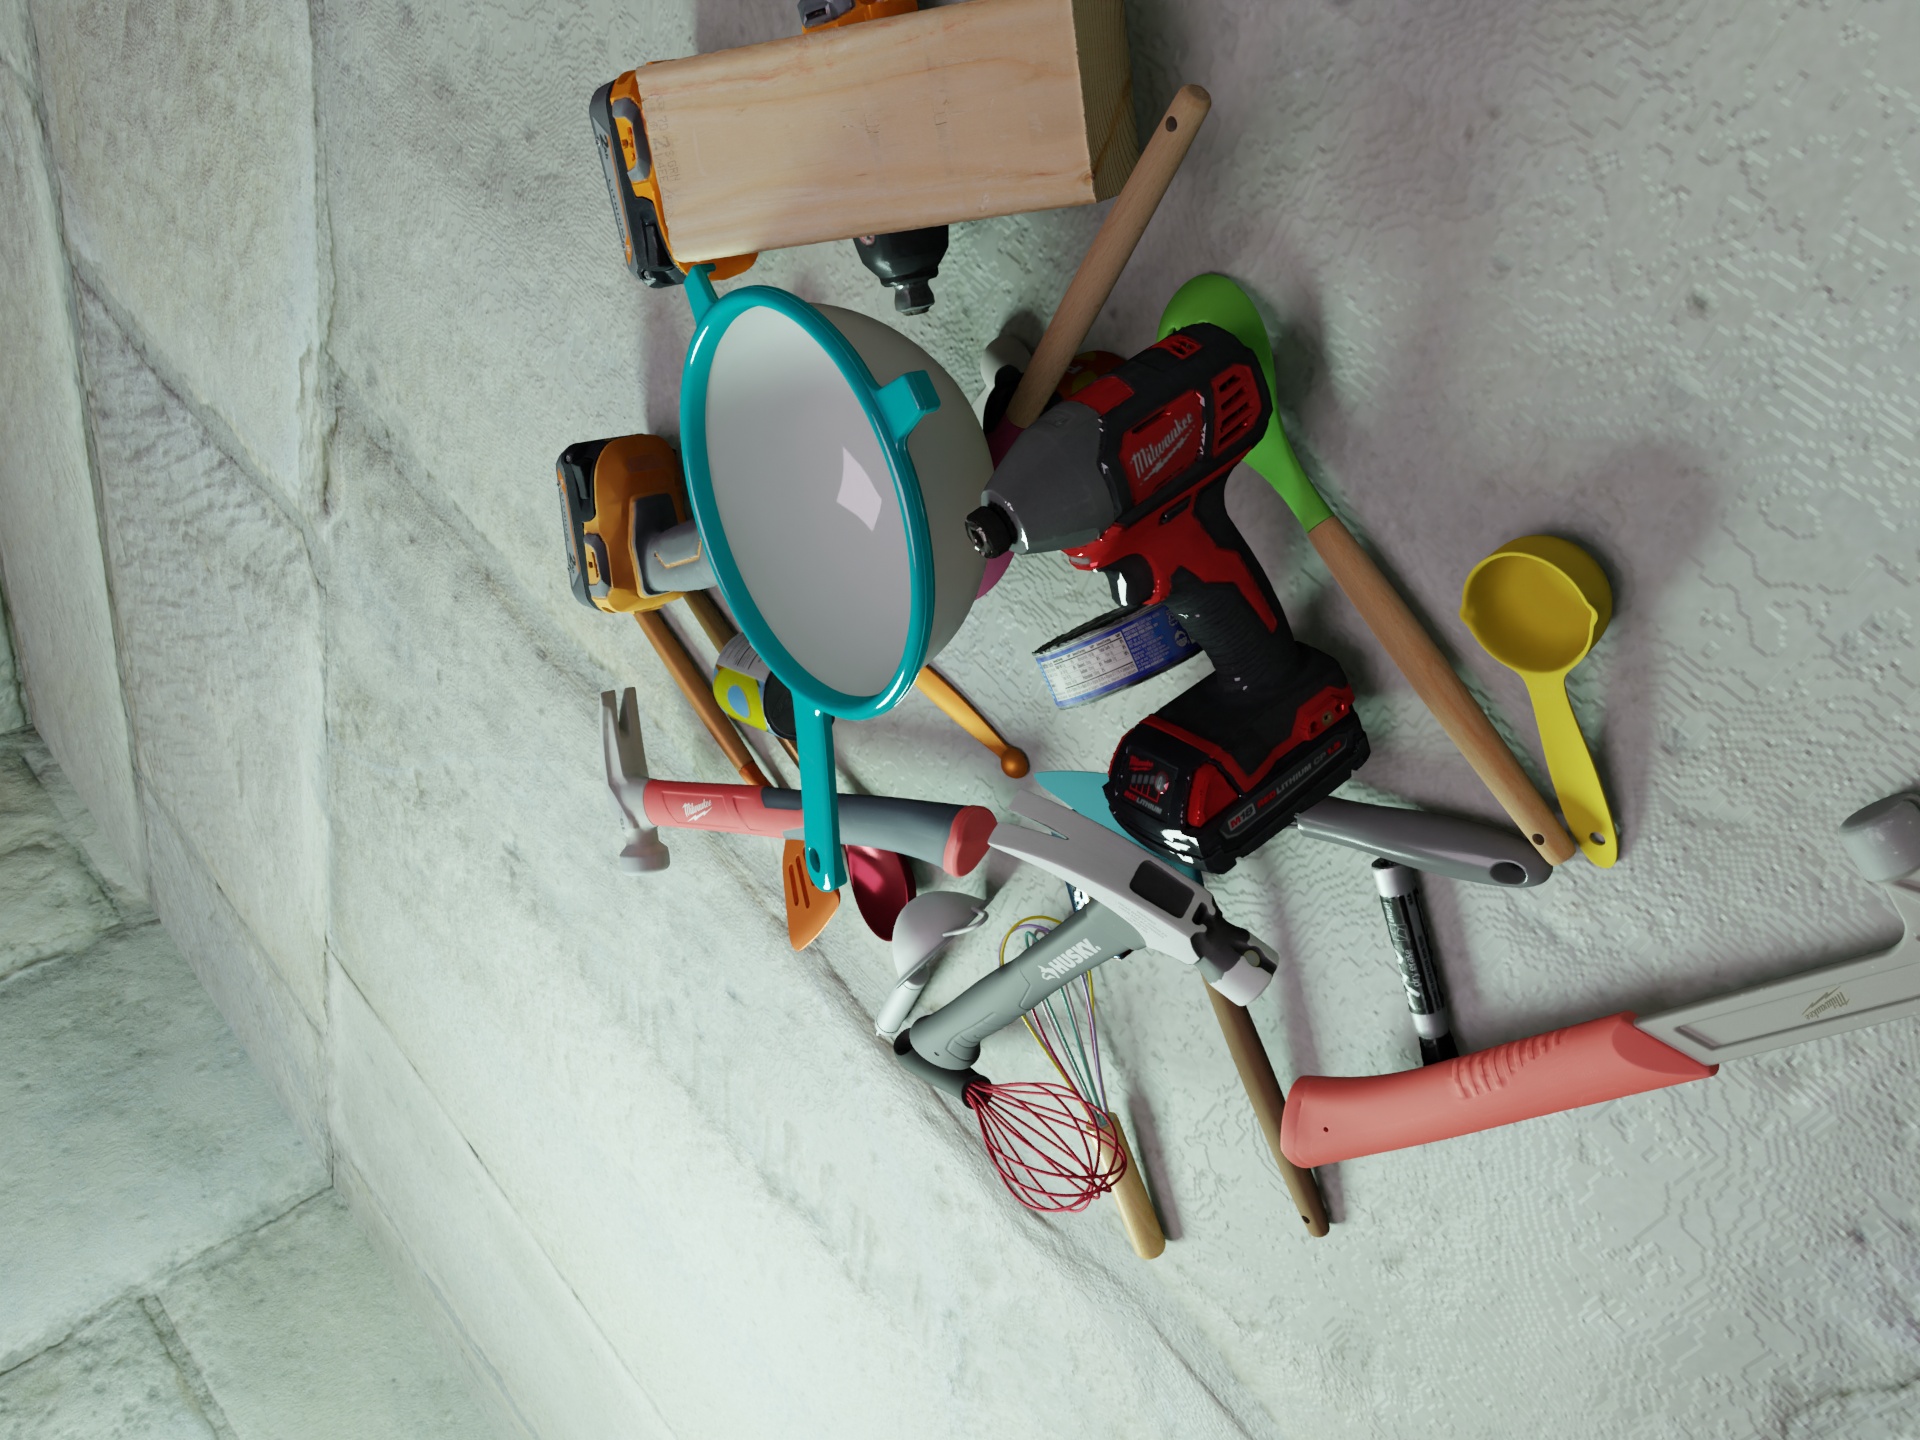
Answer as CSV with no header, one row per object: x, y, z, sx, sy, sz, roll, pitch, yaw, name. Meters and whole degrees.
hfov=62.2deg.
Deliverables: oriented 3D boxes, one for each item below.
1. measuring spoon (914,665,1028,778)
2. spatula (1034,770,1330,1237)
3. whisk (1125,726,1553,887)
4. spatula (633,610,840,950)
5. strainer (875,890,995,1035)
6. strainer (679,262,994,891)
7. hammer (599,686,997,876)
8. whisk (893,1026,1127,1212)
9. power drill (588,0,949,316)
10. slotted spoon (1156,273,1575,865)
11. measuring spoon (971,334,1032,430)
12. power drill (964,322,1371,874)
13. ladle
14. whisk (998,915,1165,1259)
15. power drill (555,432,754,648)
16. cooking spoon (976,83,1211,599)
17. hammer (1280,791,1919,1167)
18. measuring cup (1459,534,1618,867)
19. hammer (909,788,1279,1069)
-0.002,-0.003,0.980,0.117,0.011,0.021,43,138,25,measuring spoon
0.136,0.156,0.864,0.082,0.044,0.317,-1,116,57,spatula
0.173,0.043,0.781,0.239,0.055,0.055,14,121,40,whisk
-0.177,0.017,1.173,0.323,0.041,0.081,54,136,14,spatula
-0.031,0.167,1.069,0.050,0.087,0.258,44,149,12,strainer
-0.047,-0.060,0.816,0.211,0.095,0.340,36,138,41,strainer
-0.126,0.048,1.088,0.386,0.038,0.143,1,100,45,hammer
0.018,0.245,1.019,0.296,0.073,0.073,12,121,66,whisk
-0.098,-0.297,0.871,0.227,0.084,0.164,6,114,43,power drill
0.179,-0.069,0.718,0.314,0.031,0.070,57,143,9,slotted spoon
0.005,-0.162,0.876,0.034,0.018,0.124,53,142,14,measuring spoon
0.092,-0.048,0.706,0.079,0.143,0.219,28,148,56,power drill
-0.118,0.016,1.116,0.315,0.031,0.069,55,136,14,ladle
0.085,0.231,0.994,0.051,0.047,0.245,5,119,61,whisk
-0.169,-0.146,1.041,0.226,0.084,0.185,12,112,41,power drill
0.037,-0.160,0.743,0.069,0.017,0.318,52,142,15,cooking spoon
0.284,0.158,0.700,0.359,0.036,0.149,-34,83,47,hammer
0.259,-0.008,0.673,0.062,0.029,0.156,3,125,50,measuring cup
0.035,0.140,0.887,0.146,0.035,0.334,36,149,-3,hammer
